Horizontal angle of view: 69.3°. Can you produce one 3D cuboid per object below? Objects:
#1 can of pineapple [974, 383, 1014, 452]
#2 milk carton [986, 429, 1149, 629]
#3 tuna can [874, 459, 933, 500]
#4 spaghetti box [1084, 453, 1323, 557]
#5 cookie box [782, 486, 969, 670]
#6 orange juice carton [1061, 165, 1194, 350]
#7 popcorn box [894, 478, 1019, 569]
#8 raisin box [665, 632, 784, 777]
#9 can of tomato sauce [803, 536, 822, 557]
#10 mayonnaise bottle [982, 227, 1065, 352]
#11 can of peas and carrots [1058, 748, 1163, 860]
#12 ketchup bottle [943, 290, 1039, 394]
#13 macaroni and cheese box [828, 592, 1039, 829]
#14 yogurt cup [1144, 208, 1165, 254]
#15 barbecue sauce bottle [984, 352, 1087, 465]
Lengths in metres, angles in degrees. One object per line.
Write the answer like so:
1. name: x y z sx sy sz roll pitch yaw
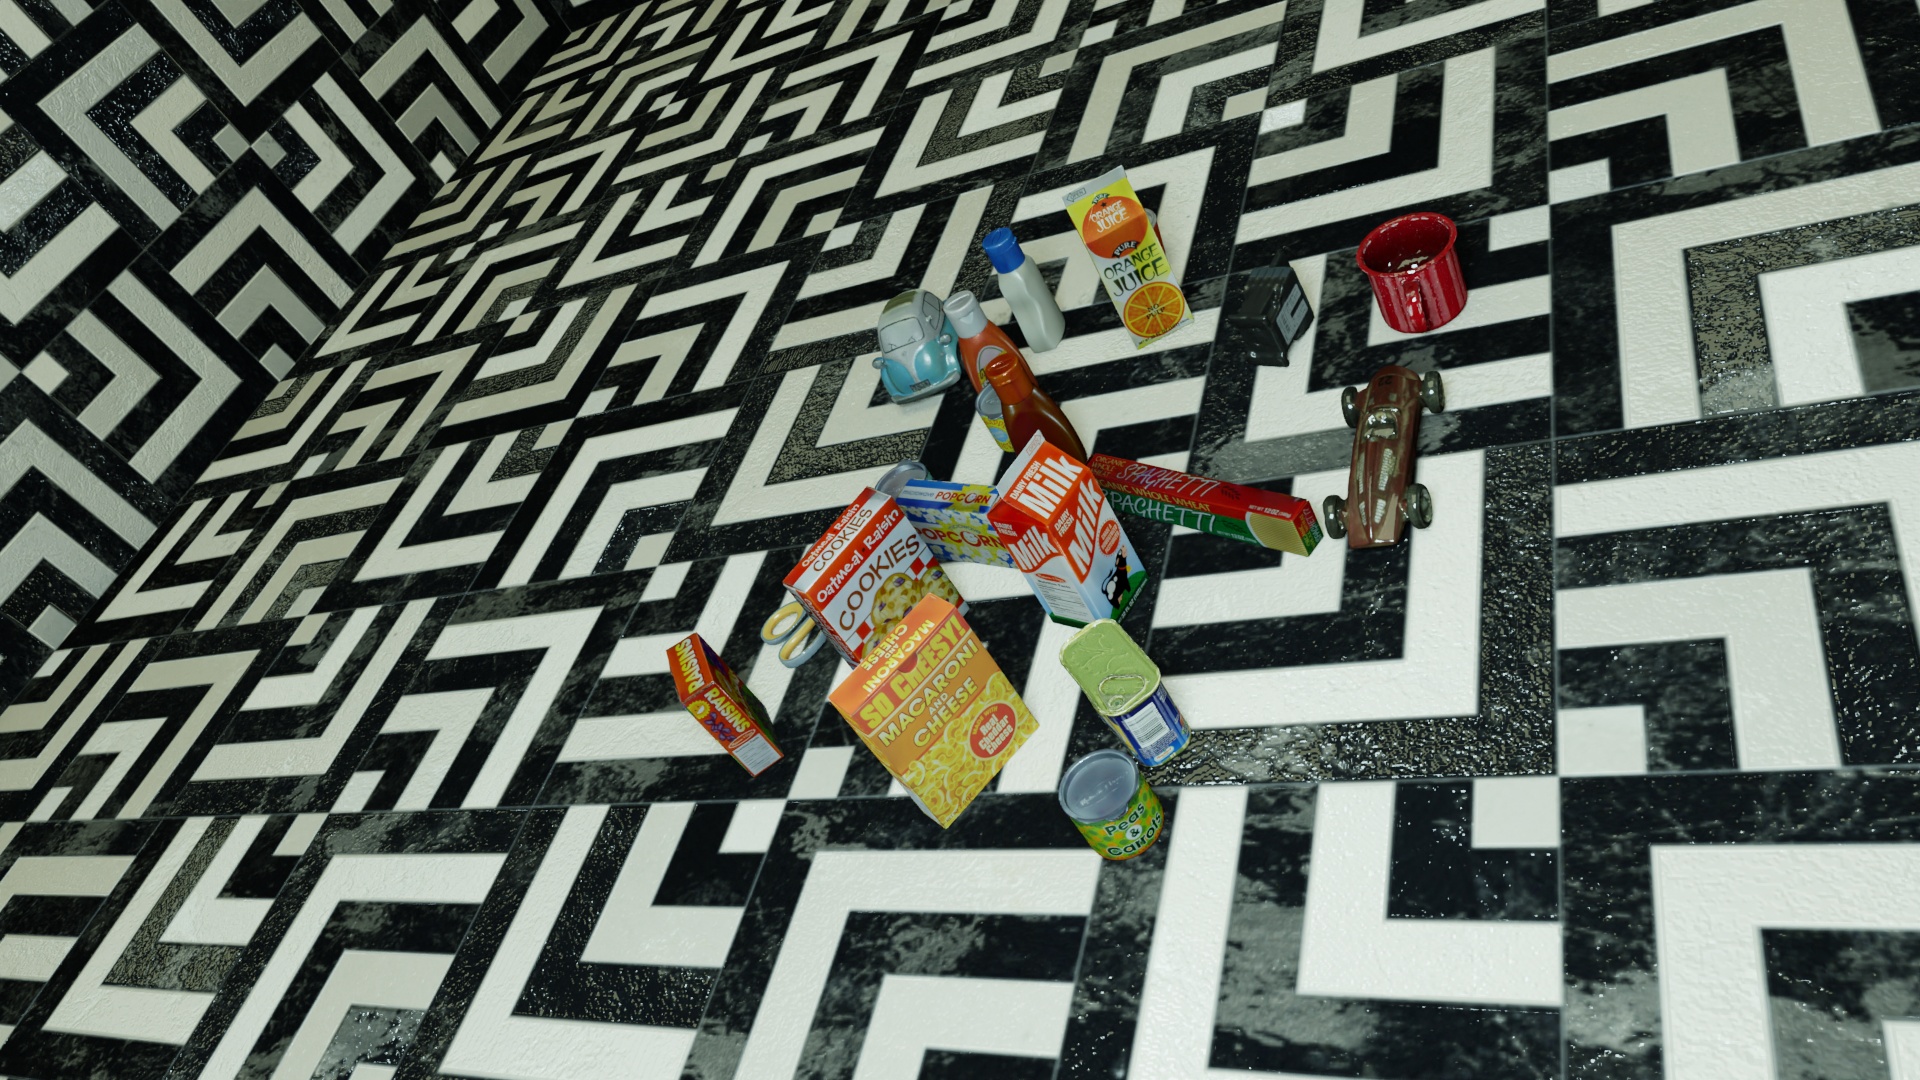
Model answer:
1. can of pineapple: 0.056 -0.136 1.495 0.071 0.057 0.071 -20 40 17
2. milk carton: 0.089 -0.007 1.222 0.073 0.190 0.072 11 55 42
3. tuna can: -0.058 -0.053 1.507 0.071 0.032 0.071 -20 40 17
4. spaghetti box: 0.215 -0.035 1.278 0.250 0.050 0.029 17 60 45
5. cookie box: -0.076 0.051 1.297 0.040 0.167 0.123 17 60 46
6. orange juice carton: 0.177 -0.307 1.484 0.072 0.192 0.073 -27 38 9
7. popcorn box: 0.005 -0.017 1.380 0.126 0.085 0.038 7 53 40
8. raisin box: -0.225 0.157 1.325 0.040 0.123 0.086 -34 37 0
9. can of tomato sauce: -0.111 0.042 1.401 0.071 0.082 0.071 -20 40 17
10. mayonnaise bottle: 0.072 -0.285 1.573 0.041 0.147 0.065 -9 44 29
11. can of peas and carrots: 0.119 0.207 1.077 0.071 0.058 0.071 -20 40 17
12. ketchup bottle: 0.029 -0.205 1.515 0.065 0.148 0.044 -31 38 4
13. macaroni and cheese box: -0.018 0.143 1.156 0.124 0.166 0.040 -46 39 -16
14. yogurt cup: 0.205 -0.346 1.620 0.072 0.053 0.073 -20 40 17
15. barbecue sauce bottle: 0.072 -0.122 1.394 0.065 0.148 0.044 -20 40 17
